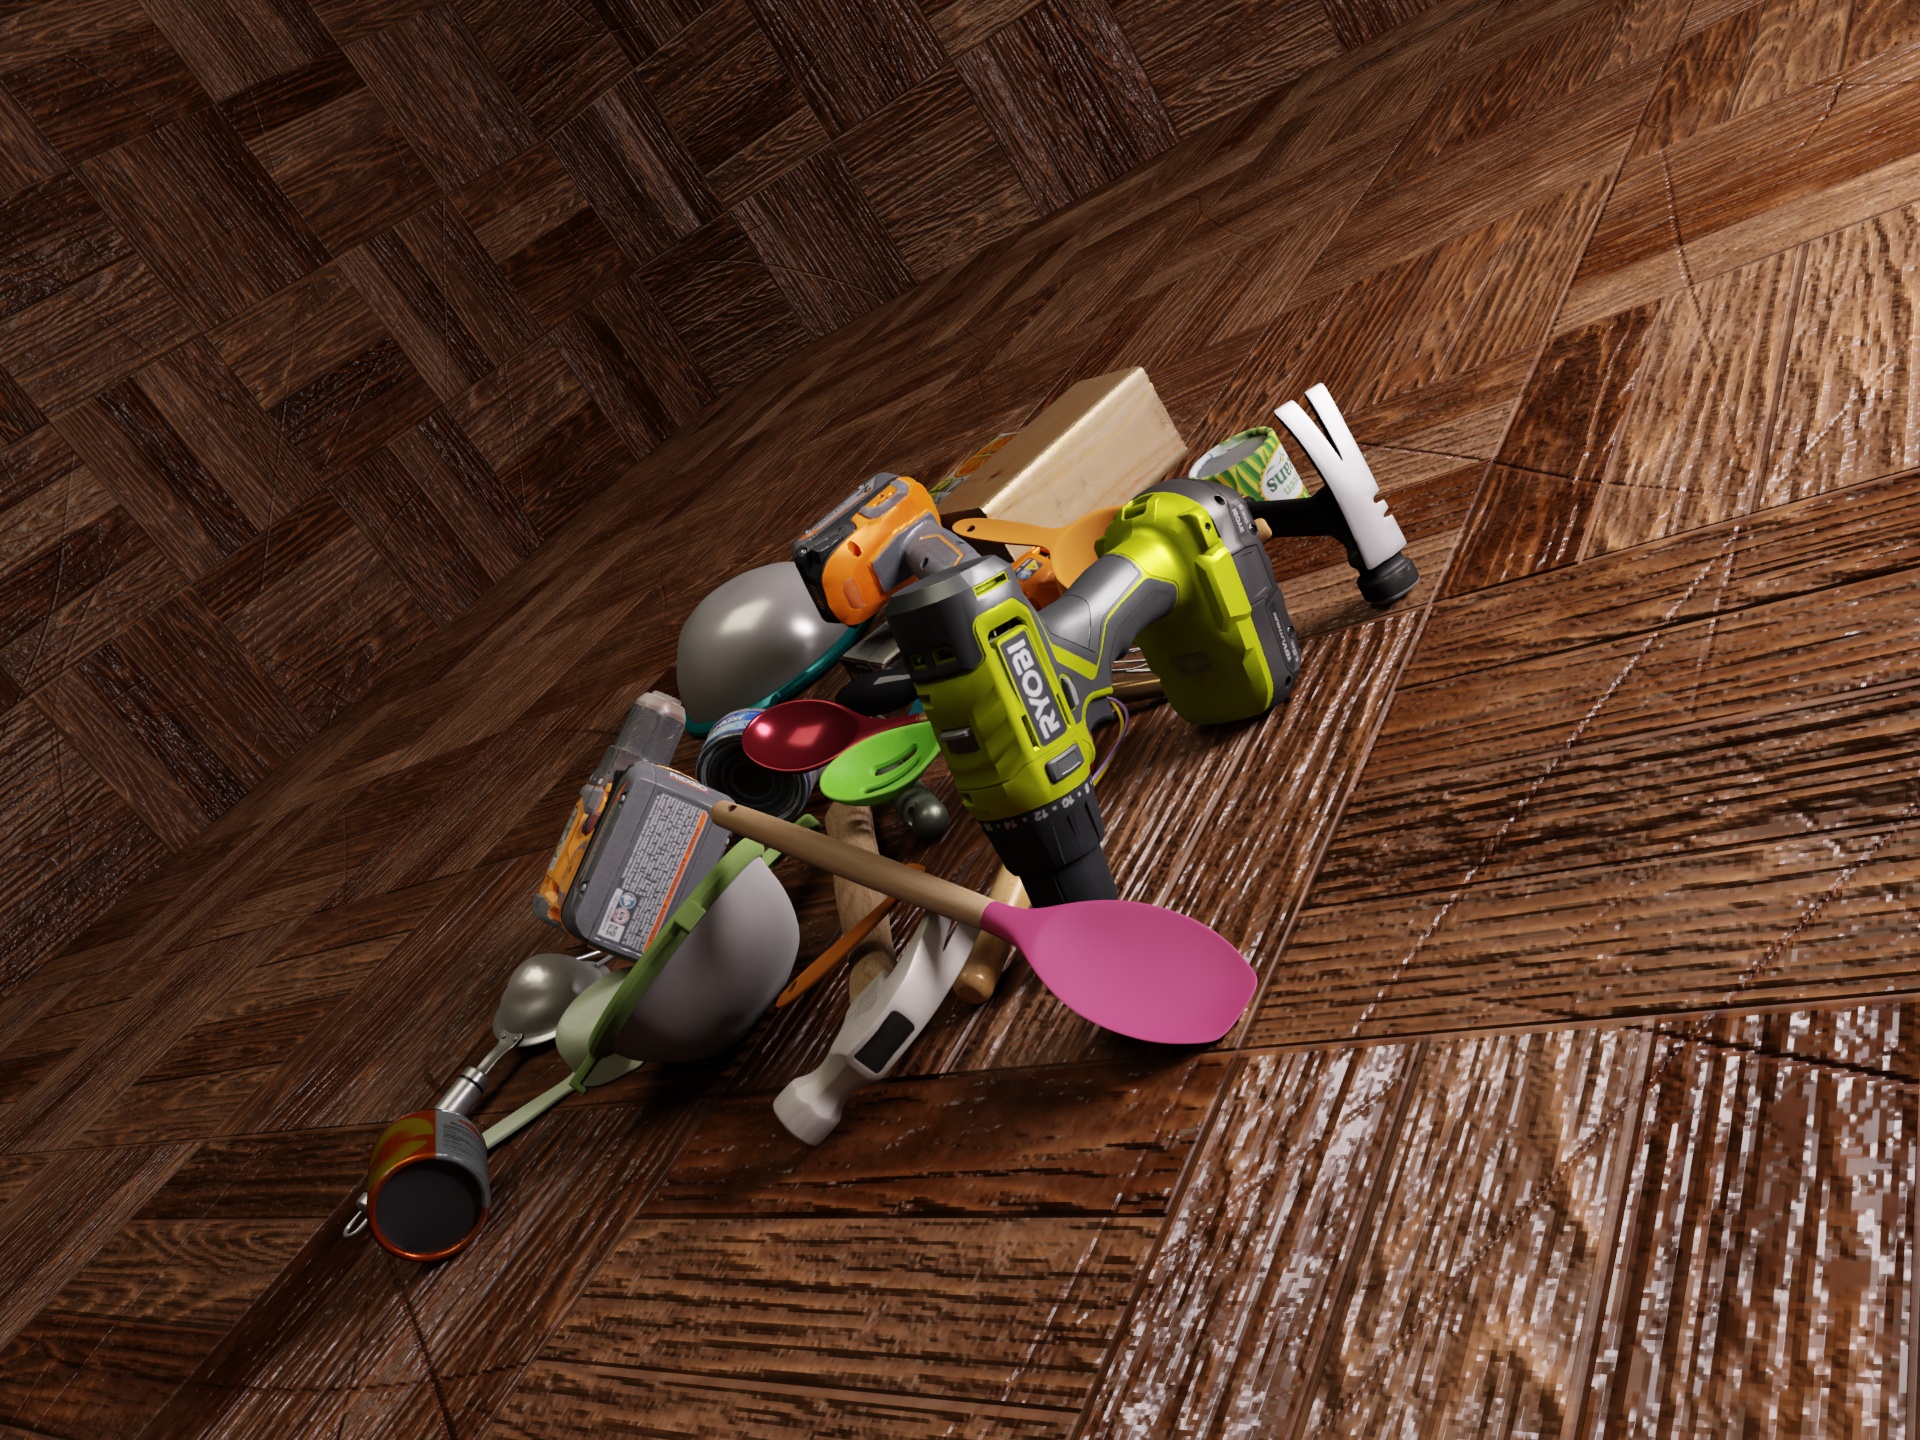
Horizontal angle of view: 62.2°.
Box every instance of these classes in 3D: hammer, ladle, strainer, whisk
[{"bbox_3d":[-0.053,0.105,0.899,0.130,0.031,0.331,-47,16,8],"label":"hammer"},{"bbox_3d":[-0.002,-0.003,1.019,0.315,0.031,0.069,-9,42,26],"label":"ladle"},{"bbox_3d":[0.168,-0.136,1.033,0.034,0.127,0.337,-33,13,-13],"label":"hammer"},{"bbox_3d":[-0.193,-0.059,1.421,0.211,0.095,0.341,-29,19,13],"label":"strainer"},{"bbox_3d":[-0.312,0.228,1.039,0.087,0.050,0.258,2,42,36],"label":"strainer"},{"bbox_3d":[0.034,-0.042,1.036,0.284,0.070,0.070,-14,27,28],"label":"whisk"},{"bbox_3d":[0.040,0.059,0.872,0.051,0.047,0.245,-40,15,42],"label":"whisk"},{"bbox_3d":[-0.054,0.030,1.081,0.059,0.057,0.246,0,16,-19],"label":"whisk"},{"bbox_3d":[-0.121,0.126,0.942,0.151,0.069,0.256,-55,-4,27],"label":"strainer"}]

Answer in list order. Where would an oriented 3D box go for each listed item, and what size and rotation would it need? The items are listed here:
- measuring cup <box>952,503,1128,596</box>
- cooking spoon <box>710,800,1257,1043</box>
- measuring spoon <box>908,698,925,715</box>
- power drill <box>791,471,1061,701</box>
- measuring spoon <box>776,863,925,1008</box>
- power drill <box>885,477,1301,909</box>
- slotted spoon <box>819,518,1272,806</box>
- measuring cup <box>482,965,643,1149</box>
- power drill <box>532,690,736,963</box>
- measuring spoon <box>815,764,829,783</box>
[{"bbox_3d":[0.073,-0.106,1.092,0.174,0.052,0.095,14,56,31],"label":"measuring cup"},{"bbox_3d":[-0.006,0.085,0.758,0.319,0.017,0.069,17,50,36],"label":"cooking spoon"},{"bbox_3d":[-0.017,-0.017,1.177,0.042,0.021,0.129,-17,35,38],"label":"measuring spoon"},{"bbox_3d":[-0.023,-0.094,1.181,0.164,0.084,0.227,-43,45,-21],"label":"power drill"},{"bbox_3d":[-0.060,0.111,0.820,0.117,0.011,0.021,-44,16,21],"label":"measuring spoon"},{"bbox_3d":[0.078,-0.015,0.817,0.080,0.190,0.228,-12,16,47],"label":"power drill"},{"bbox_3d":[0.049,-0.031,0.958,0.314,0.031,0.070,-32,28,14],"label":"slotted spoon"},{"bbox_3d":[-0.251,0.211,0.976,0.167,0.038,0.083,-35,20,-9],"label":"measuring cup"},{"bbox_3d":[-0.219,0.068,1.079,0.185,0.084,0.226,-68,20,-8],"label":"power drill"},{"bbox_3d":[-0.096,0.019,1.219,0.034,0.018,0.124,-28,14,29],"label":"measuring spoon"}]
